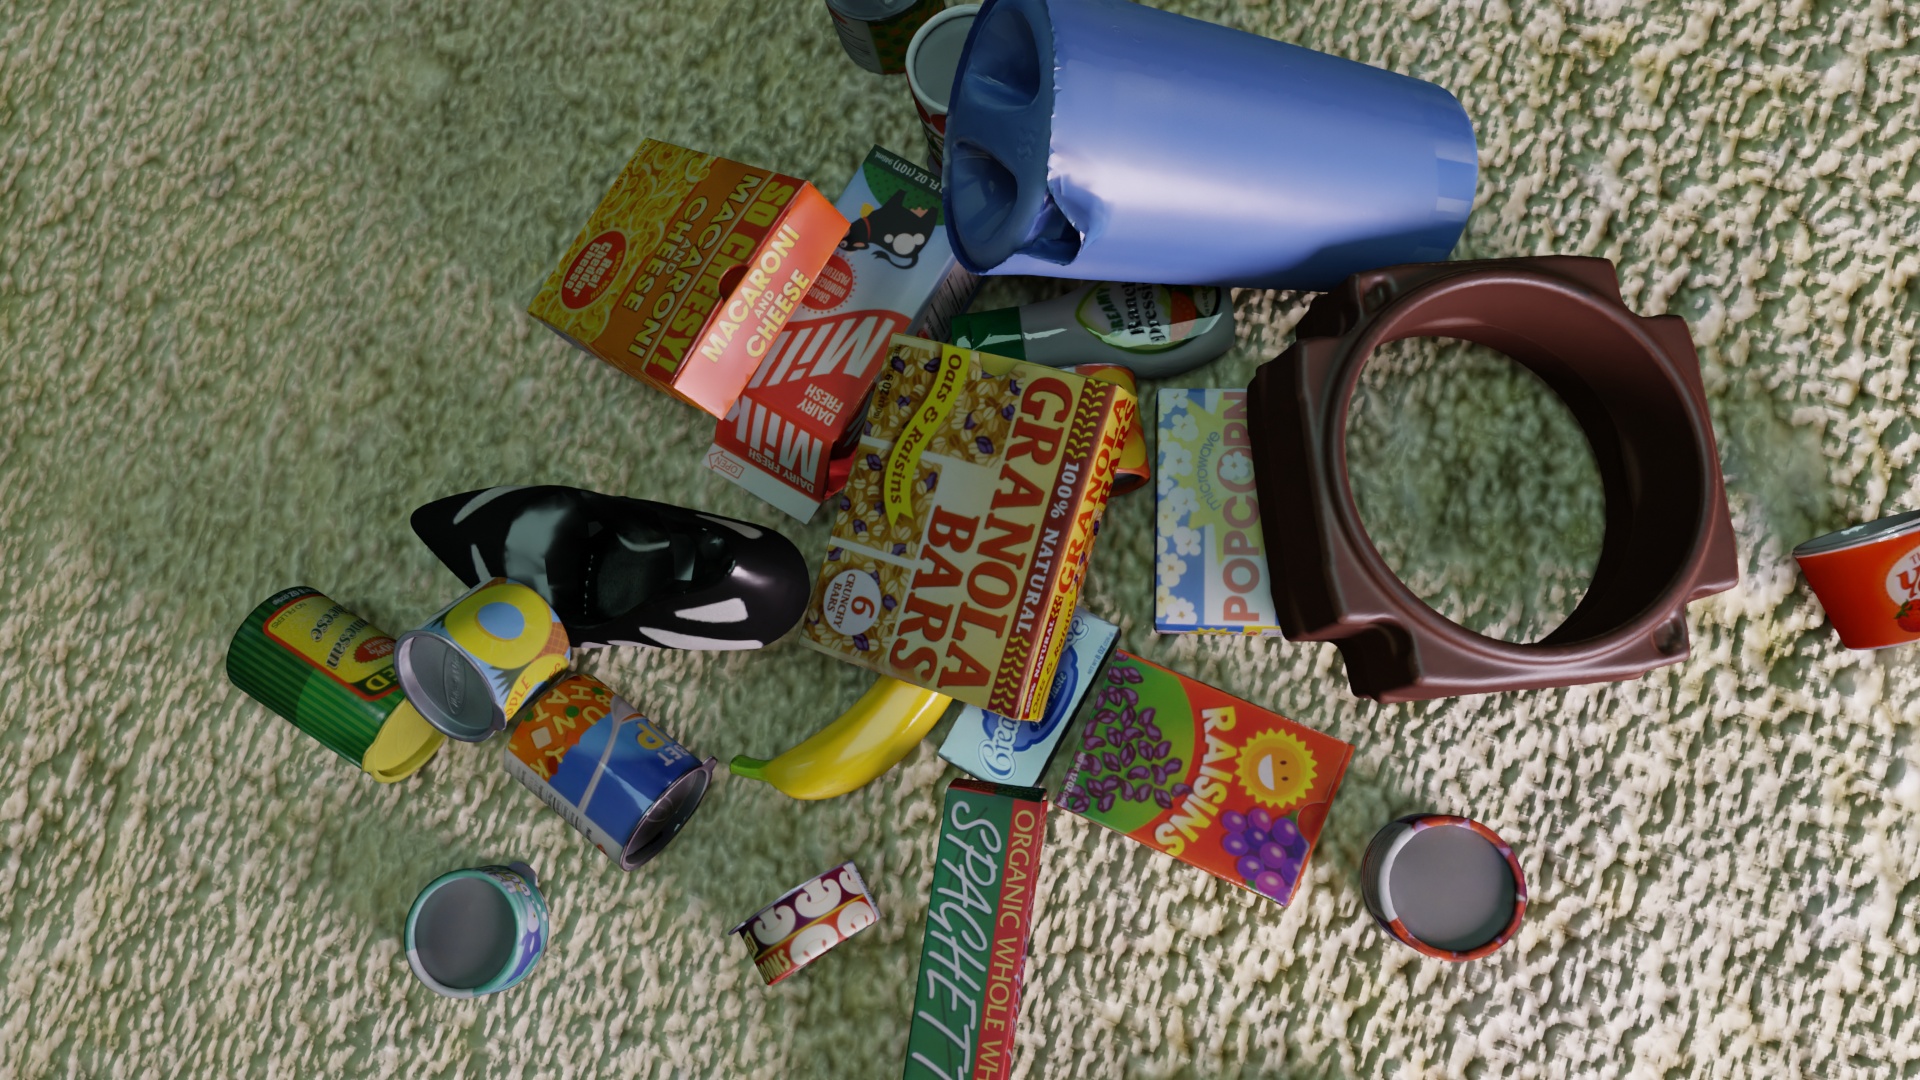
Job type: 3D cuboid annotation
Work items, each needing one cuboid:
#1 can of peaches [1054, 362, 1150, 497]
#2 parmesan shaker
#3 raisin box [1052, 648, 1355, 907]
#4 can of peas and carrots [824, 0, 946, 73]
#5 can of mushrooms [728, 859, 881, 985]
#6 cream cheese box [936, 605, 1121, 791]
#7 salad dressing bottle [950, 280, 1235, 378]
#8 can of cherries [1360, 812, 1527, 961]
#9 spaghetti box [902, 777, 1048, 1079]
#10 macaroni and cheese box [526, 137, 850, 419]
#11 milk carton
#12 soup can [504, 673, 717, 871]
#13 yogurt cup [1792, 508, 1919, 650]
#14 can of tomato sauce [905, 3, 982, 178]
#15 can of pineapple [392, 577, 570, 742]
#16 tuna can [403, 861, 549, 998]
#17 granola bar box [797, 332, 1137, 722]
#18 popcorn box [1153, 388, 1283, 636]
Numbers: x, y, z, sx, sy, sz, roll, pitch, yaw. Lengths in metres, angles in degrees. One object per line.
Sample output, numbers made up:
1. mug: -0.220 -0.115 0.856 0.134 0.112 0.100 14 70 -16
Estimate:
1. can of peaches: 0.064 -0.054 0.721 0.071 0.071 0.058 -9 77 6
2. parmesan shaker: -0.331 0.076 0.743 0.103 0.071 0.071 29 84 12
3. raisin box: 0.119 0.116 0.689 0.123 0.040 0.086 22 81 11
4. can of peas and carrots: -0.041 -0.312 0.793 0.071 0.058 0.071 -1 78 7
5. can of mushrooms: -0.076 0.190 0.685 0.071 0.071 0.033 -31 78 1
6. cream cheese box: 0.036 0.079 0.717 0.053 0.024 0.104 28 83 13
7. salad dressing bottle: 0.070 -0.113 0.743 0.148 0.044 0.064 -9 74 6
8. can of cherries: 0.229 0.162 0.654 0.071 0.058 0.071 -2 78 8
9. spaghetti box: 0.000 0.242 0.671 0.050 0.028 0.250 8 86 9
10. macaroni and cheese box: -0.150 -0.145 0.741 0.167 0.040 0.124 27 82 44
11. milk carton: -0.060 -0.105 0.744 0.072 0.073 0.190 30 84 13
12. soup can: -0.180 0.116 0.717 0.084 0.071 0.071 36 85 14
13. yogurt cup: 0.438 0.019 0.655 0.072 0.072 0.054 -18 85 4
14. can of tomato sauce: 0.007 -0.241 0.759 0.071 0.083 0.071 -2 78 7
15. can of pineapple: -0.242 0.061 0.708 0.071 0.058 0.070 14 124 22
16. tuna can: -0.251 0.202 0.725 0.071 0.033 0.071 -2 78 8
17. granola bar box: 0.002 -0.009 0.679 0.124 0.039 0.165 16 88 24
18. popcorn box: 0.142 -0.014 0.714 0.085 0.038 0.127 1 78 8
